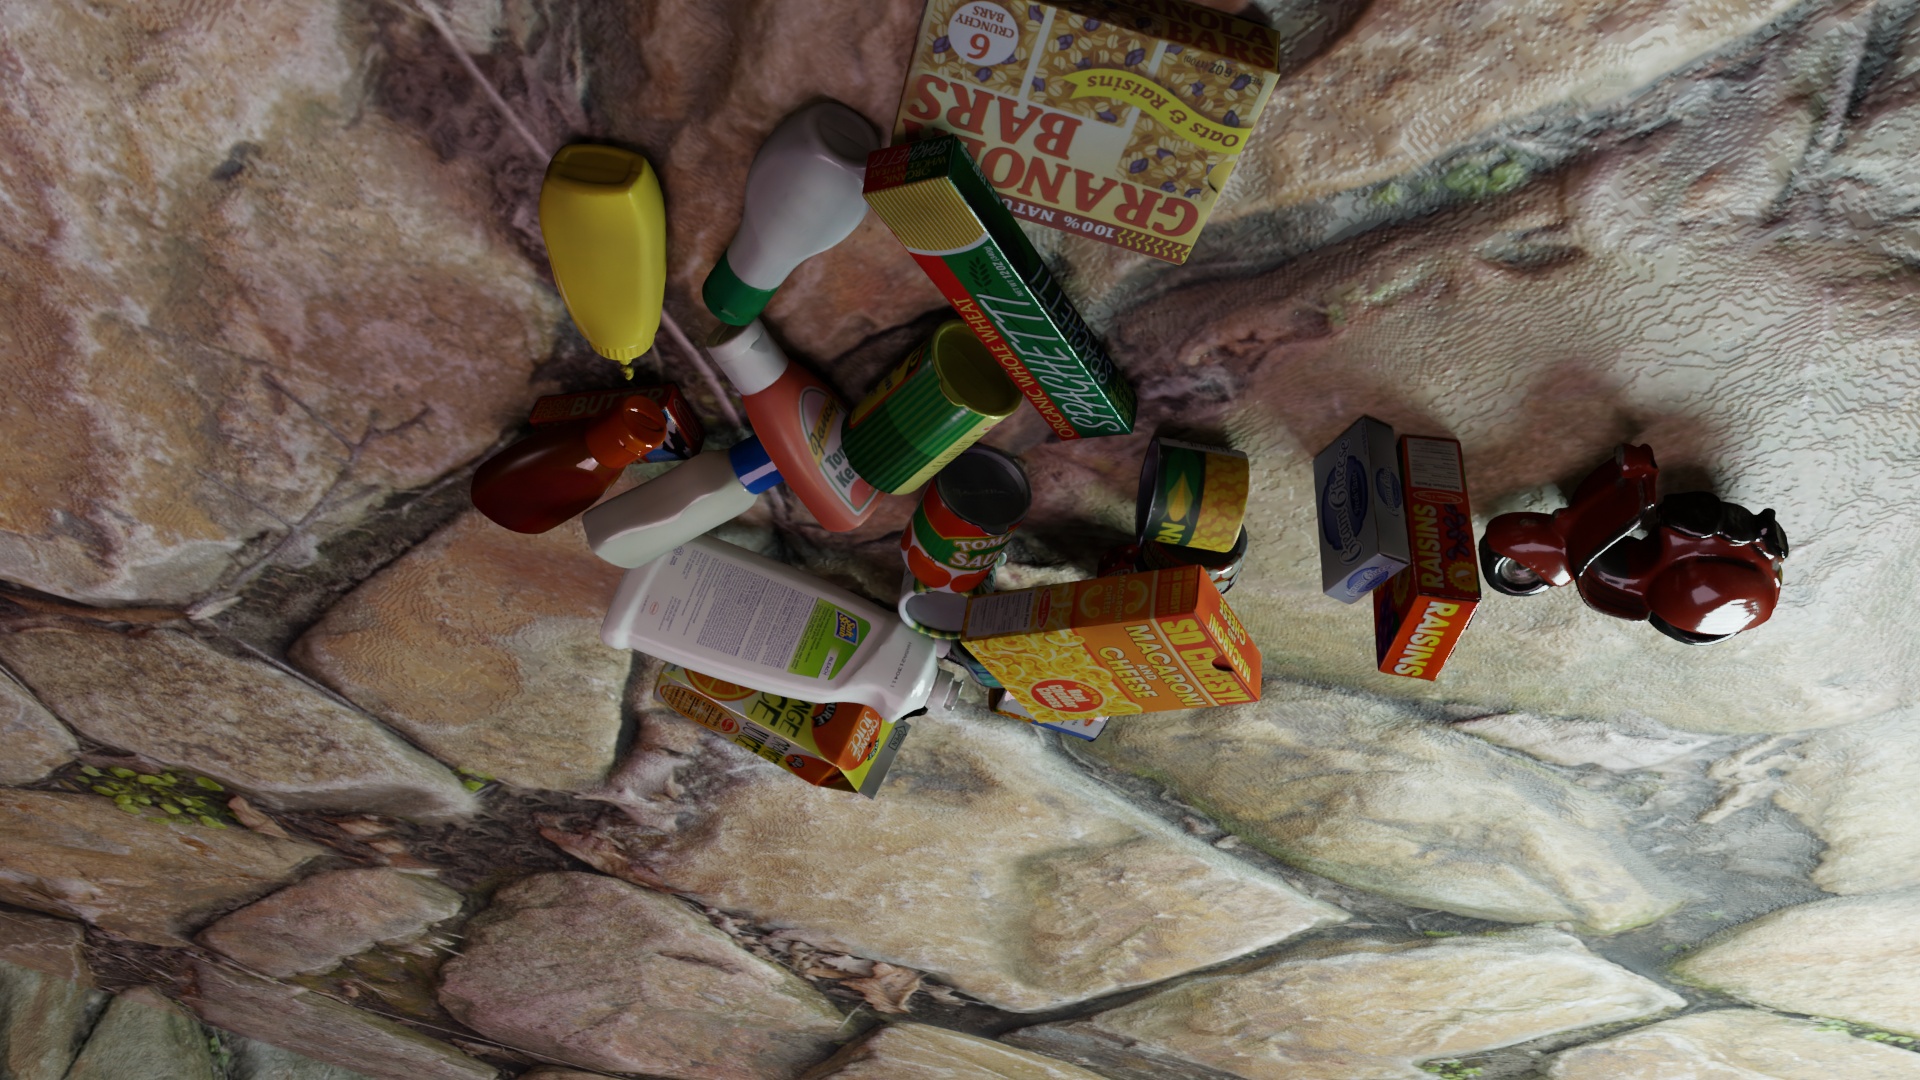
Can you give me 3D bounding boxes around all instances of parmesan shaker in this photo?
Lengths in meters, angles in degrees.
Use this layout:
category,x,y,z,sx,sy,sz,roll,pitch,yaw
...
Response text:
category,x,y,z,sx,sy,sz,roll,pitch,yaw
parmesan shaker,-0.021,-0.078,0.839,0.071,0.072,0.102,29,139,-24

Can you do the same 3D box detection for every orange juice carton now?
category,x,y,z,sx,sy,sz,roll,pitch,yaw
orange juice carton,-0.137,0.129,1.087,0.193,0.072,0.072,29,152,-5

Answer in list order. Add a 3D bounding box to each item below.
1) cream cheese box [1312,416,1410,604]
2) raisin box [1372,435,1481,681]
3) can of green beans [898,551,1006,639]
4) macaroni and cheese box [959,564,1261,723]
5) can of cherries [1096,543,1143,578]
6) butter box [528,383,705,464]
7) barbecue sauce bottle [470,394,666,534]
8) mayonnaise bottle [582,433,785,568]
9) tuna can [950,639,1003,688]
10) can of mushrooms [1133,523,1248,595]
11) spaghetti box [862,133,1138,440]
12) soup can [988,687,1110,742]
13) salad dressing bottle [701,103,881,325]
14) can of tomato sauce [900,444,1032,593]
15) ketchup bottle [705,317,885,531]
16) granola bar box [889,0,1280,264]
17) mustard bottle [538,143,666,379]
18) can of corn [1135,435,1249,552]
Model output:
category,x,y,z,sx,sy,sz,roll,pitch,yaw
cream cheese box,0.240,-0.018,0.836,0.024,0.104,0.053,19,142,-18
raisin box,0.281,0.010,0.848,0.040,0.124,0.085,8,142,2
can of green beans,-0.008,0.029,0.985,0.071,0.058,0.071,5,142,4
macaroni and cheese box,0.103,0.074,0.932,0.166,0.040,0.123,-9,143,29
can of cherries,0.125,0.042,0.975,0.071,0.059,0.071,6,143,5
butter box,-0.228,-0.075,0.923,0.103,0.024,0.053,-4,141,16
barbecue sauce bottle,-0.251,-0.050,0.901,0.148,0.044,0.065,-23,143,35
mayonnaise bottle,-0.174,-0.030,0.924,0.148,0.041,0.064,-27,160,13
tuna can,0.030,0.072,1.027,0.071,0.071,0.032,-11,138,24
can of mushrooms,0.151,0.005,0.913,0.071,0.071,0.033,9,142,0
spaghetti box,0.031,-0.127,0.759,0.050,0.029,0.249,-4,152,29
soup can,0.071,0.111,1.071,0.084,0.072,0.071,18,142,-10
salad dressing bottle,-0.096,-0.172,0.756,0.064,0.044,0.147,26,141,-21
can of tomato sauce,0.003,-0.012,0.921,0.071,0.071,0.082,17,142,-10
ketchup bottle,-0.102,-0.076,0.869,0.043,0.065,0.148,-6,133,39
granola bar box,0.055,-0.210,0.679,0.166,0.039,0.123,14,142,-7
mustard bottle,-0.201,-0.152,0.798,0.065,0.049,0.159,9,143,-1
can of corn,0.145,-0.026,0.872,0.058,0.071,0.070,9,142,-1
